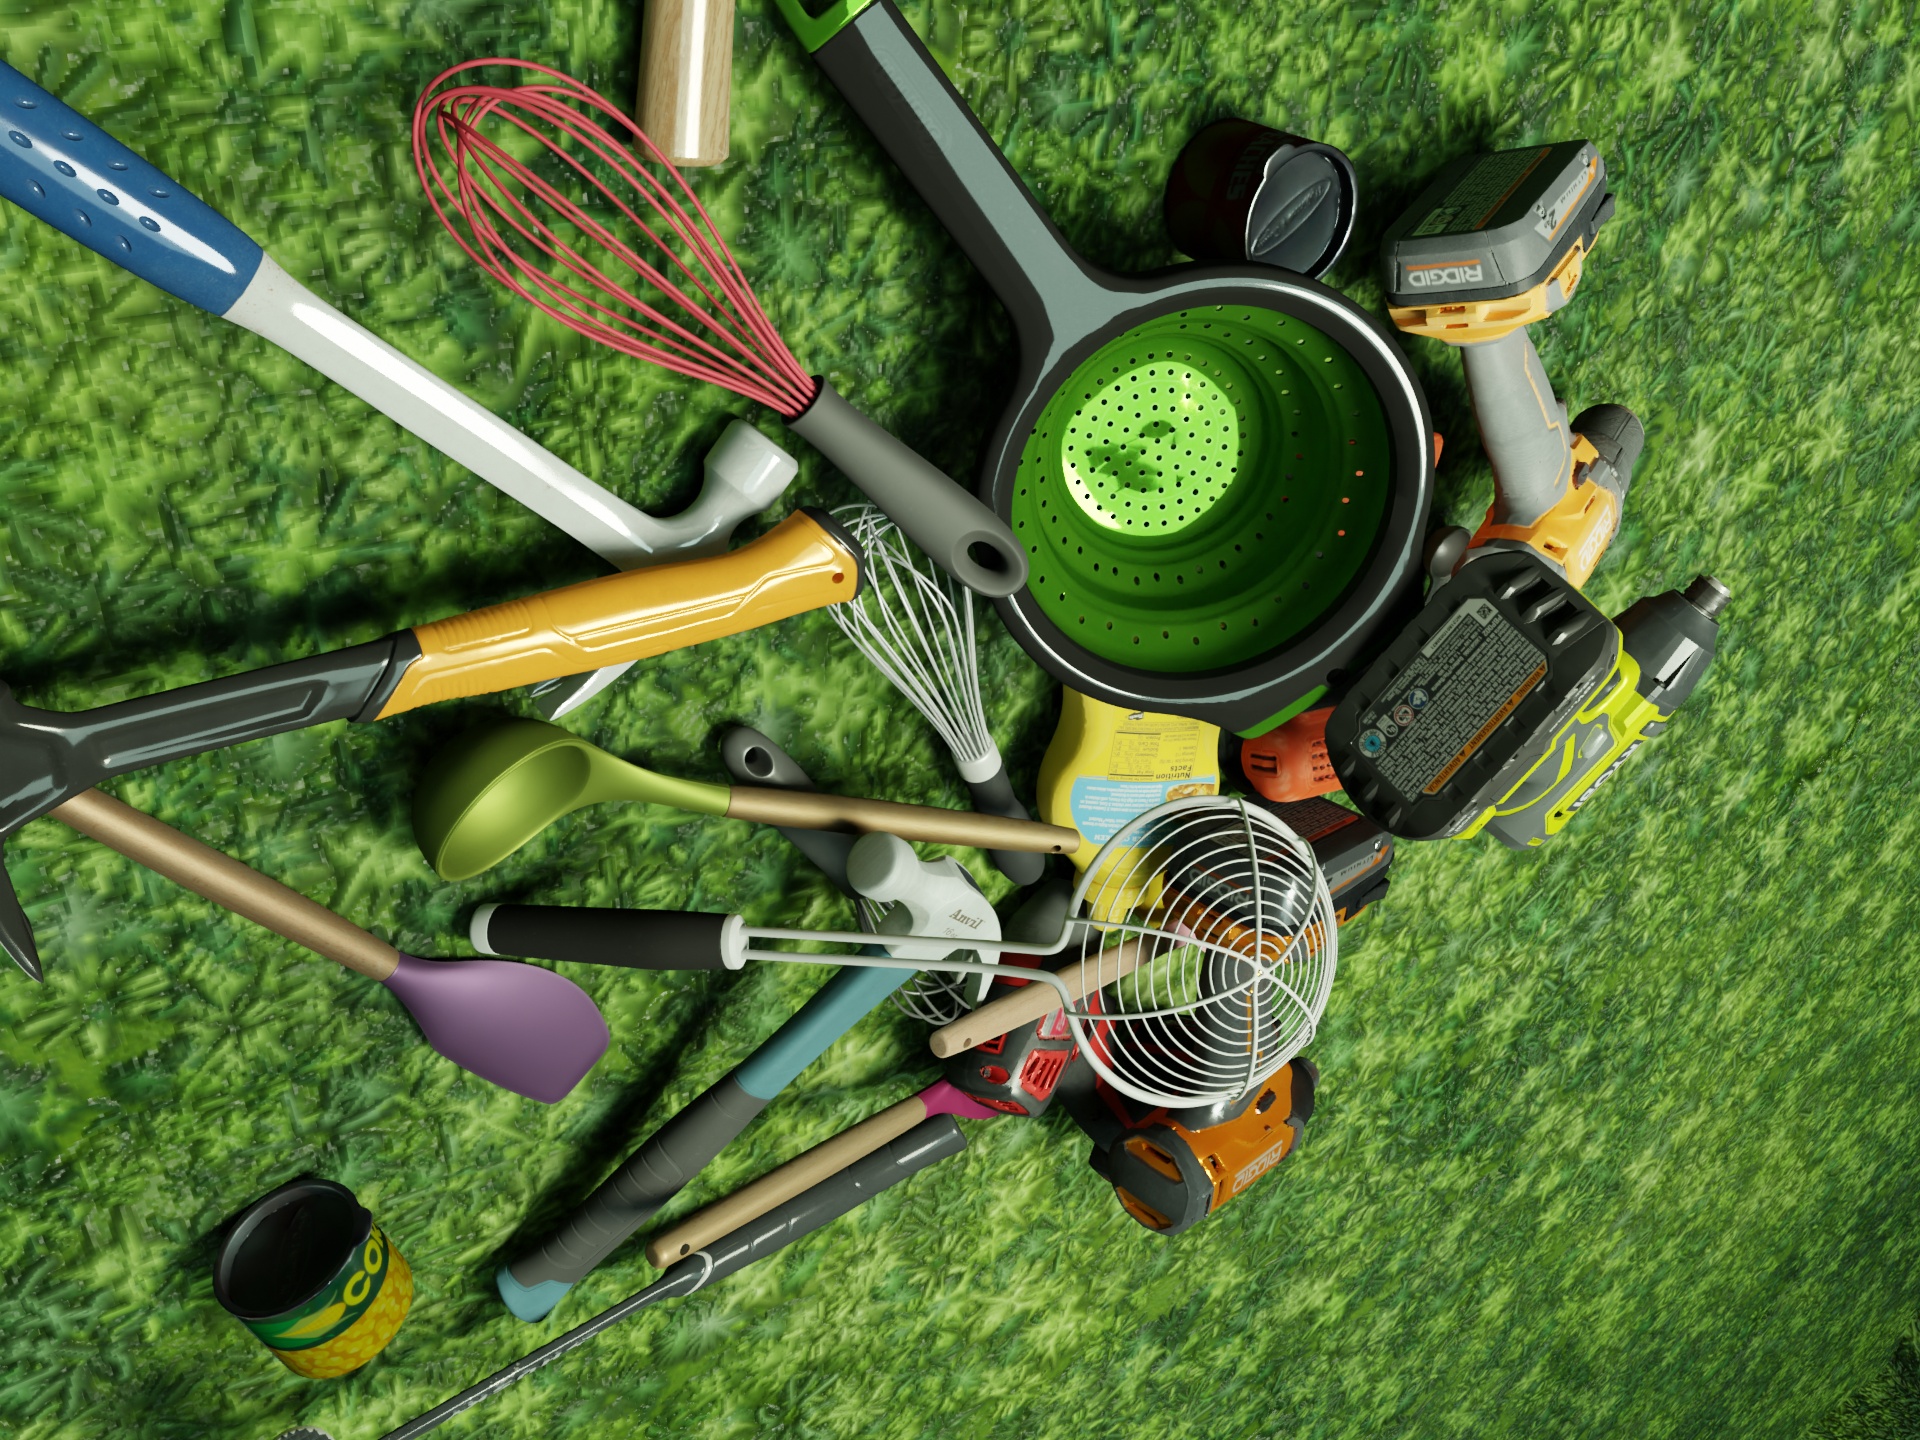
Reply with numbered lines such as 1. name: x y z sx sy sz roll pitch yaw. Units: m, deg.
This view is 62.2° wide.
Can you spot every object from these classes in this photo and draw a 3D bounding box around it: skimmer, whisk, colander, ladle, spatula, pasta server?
1. skimmer: -0.028 0.092 0.676 0.090 0.363 0.127 -16 106 -73
2. whisk: 0.000 -0.002 0.770 0.070 0.070 0.284 -37 138 -12
3. whisk: -0.073 -0.131 0.592 0.295 0.073 0.073 37 93 -34
4. colander: 0.051 -0.166 0.685 0.204 0.095 0.396 -37 117 11
5. ladle: -0.078 0.048 0.705 0.320 0.062 0.078 9 135 -29
6. whisk: -0.052 0.081 0.794 0.055 0.055 0.238 -42 130 -7
7. spatula: -0.256 0.090 0.661 0.060 0.018 0.315 -50 136 -5
8. pasta server: 0.097 0.130 0.861 0.316 0.040 0.060 -13 117 -48

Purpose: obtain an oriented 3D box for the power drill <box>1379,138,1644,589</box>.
1. power drill: 0.302 -0.179 0.829 0.185 0.084 0.226 -47 128 -35

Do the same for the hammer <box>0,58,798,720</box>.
1. hammer: -0.230 -0.132 0.523 0.144 0.035 0.405 -53 135 3

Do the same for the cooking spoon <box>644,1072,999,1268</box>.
1. cooking spoon: -0.041 0.217 0.855 0.319 0.017 0.068 -17 118 -48

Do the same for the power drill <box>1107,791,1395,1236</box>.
1. power drill: 0.164 0.154 0.869 0.164 0.084 0.226 -17 123 -45

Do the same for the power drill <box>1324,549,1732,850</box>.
1. power drill: 0.287 -0.011 0.779 0.223 0.080 0.171 3 131 -51

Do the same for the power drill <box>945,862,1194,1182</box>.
1. power drill: 0.087 0.187 0.929 0.219 0.078 0.143 43 61 -40

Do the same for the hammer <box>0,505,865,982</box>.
1. hammer: -0.186 -0.015 0.582 0.337 0.034 0.127 -18 126 -28

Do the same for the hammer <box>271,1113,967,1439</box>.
1. hammer: -0.159 0.300 0.828 0.409 0.036 0.149 -20 157 -35

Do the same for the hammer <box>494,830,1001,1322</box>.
1. hammer: -0.111 0.185 0.774 0.331 0.033 0.128 -43 140 12

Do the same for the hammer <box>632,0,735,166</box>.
1. hammer: -0.075 -0.348 0.501 0.130 0.031 0.331 -10 123 -32

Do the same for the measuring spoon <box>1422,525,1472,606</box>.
1. measuring spoon: 0.277 -0.066 0.968 0.034 0.018 0.124 -12 131 -32
